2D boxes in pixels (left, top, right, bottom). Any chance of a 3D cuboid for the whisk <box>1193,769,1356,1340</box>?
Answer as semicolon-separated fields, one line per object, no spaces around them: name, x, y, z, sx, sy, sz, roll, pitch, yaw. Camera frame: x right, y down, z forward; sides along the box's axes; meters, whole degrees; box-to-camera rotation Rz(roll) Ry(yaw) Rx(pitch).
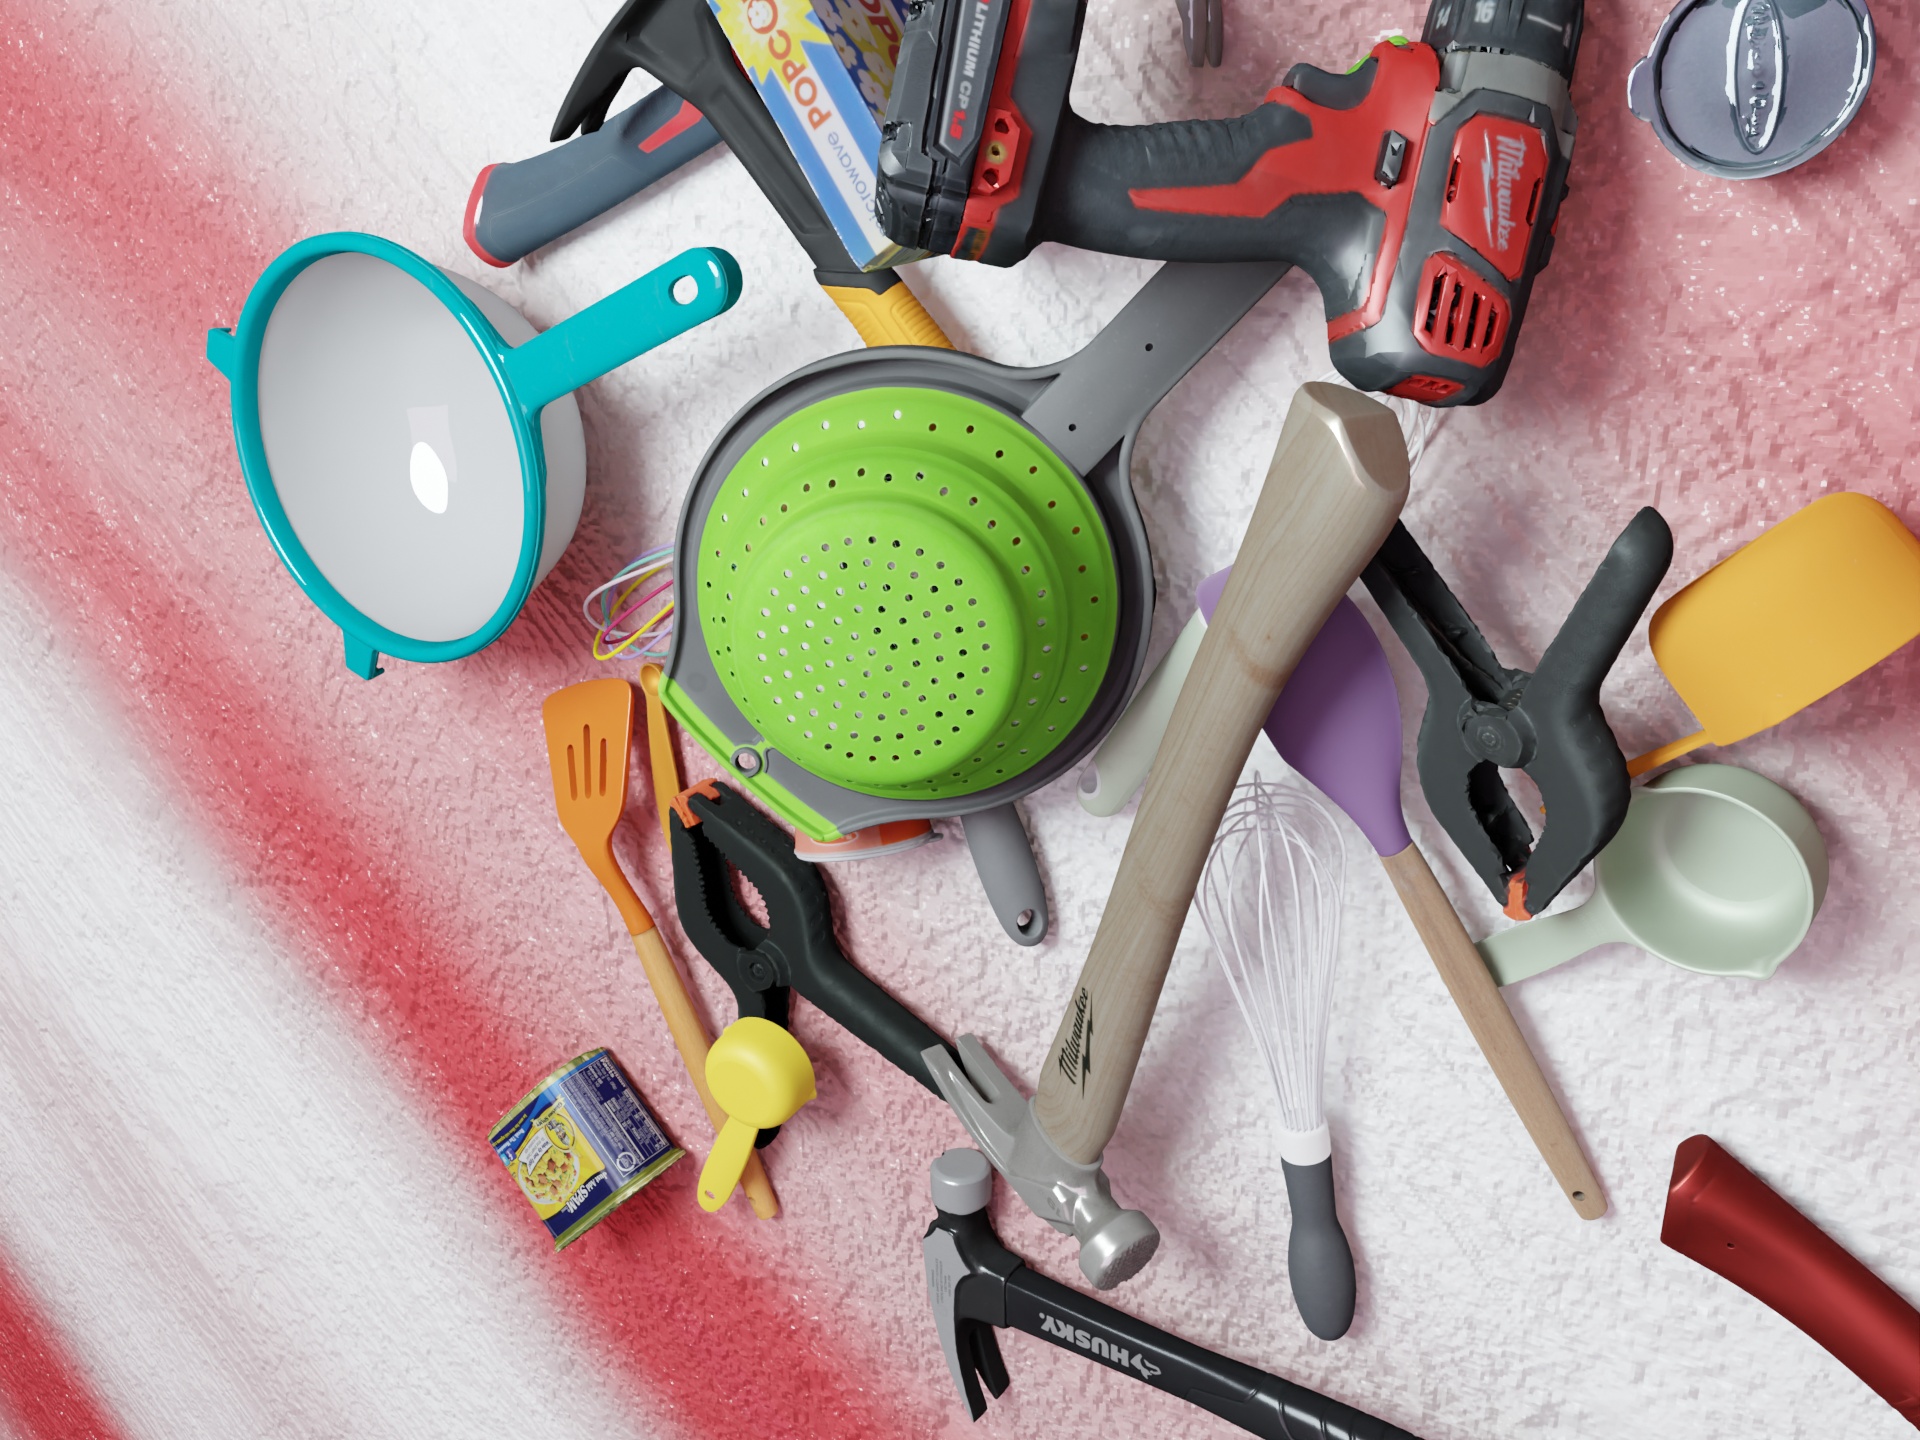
whisk;0.147;0.155;0.699;0.070;0.070;0.284;0;112;30

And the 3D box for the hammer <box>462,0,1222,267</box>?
hammer;-0.075;-0.270;0.688;0.386;0.038;0.143;-17;99;34

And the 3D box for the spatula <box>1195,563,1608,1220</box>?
spatula;0.189;0.072;0.639;0.060;0.018;0.316;-24;102;31

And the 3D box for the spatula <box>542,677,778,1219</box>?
spatula;-0.161;0.134;0.887;0.081;0.041;0.322;-10;106;41

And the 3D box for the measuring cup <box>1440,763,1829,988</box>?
measuring cup;0.256;0.071;0.620;0.083;0.038;0.167;56;141;5

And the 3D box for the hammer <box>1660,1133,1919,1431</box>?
hammer;0.420;0.286;0.591;0.359;0.037;0.149;42;123;11

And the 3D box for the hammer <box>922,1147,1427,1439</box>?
hammer;0.124;0.322;0.759;0.335;0.035;0.146;12;113;34

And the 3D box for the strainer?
strainer;-0.212;-0.156;0.772;0.340;0.095;0.211;-16;100;34

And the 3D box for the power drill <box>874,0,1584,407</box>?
power drill;0.096;-0.218;0.526;0.226;0.080;0.188;12;94;-5

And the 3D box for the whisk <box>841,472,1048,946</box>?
whisk;-0.001;-0.003;0.736;0.055;0.055;0.239;-10;106;33

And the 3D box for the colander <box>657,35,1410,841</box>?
colander;0.029;-0.094;0.602;0.204;0.094;0.397;43;109;-8

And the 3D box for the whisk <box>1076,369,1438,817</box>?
whisk;0.113;-0.045;0.654;0.246;0.059;0.058;-58;36;35

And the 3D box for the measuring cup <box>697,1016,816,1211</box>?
measuring cup;-0.124;0.224;0.858;0.062;0.029;0.156;33;124;13

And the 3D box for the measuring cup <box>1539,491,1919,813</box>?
measuring cup;0.258;-0.019;0.565;0.052;0.095;0.173;57;143;8

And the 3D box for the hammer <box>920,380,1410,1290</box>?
hammer;0.076;0.052;0.647;0.146;0.038;0.410;45;133;36

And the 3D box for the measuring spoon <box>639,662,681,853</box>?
measuring spoon;-0.156;0.023;0.856;0.021;0.011;0.116;13;117;39

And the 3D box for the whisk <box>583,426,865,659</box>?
whisk;-0.111;-0.077;0.749;0.245;0.047;0.051;-24;103;46

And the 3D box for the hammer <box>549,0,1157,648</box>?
hammer;-0.034;-0.163;0.675;0.127;0.034;0.337;-34;97;37
